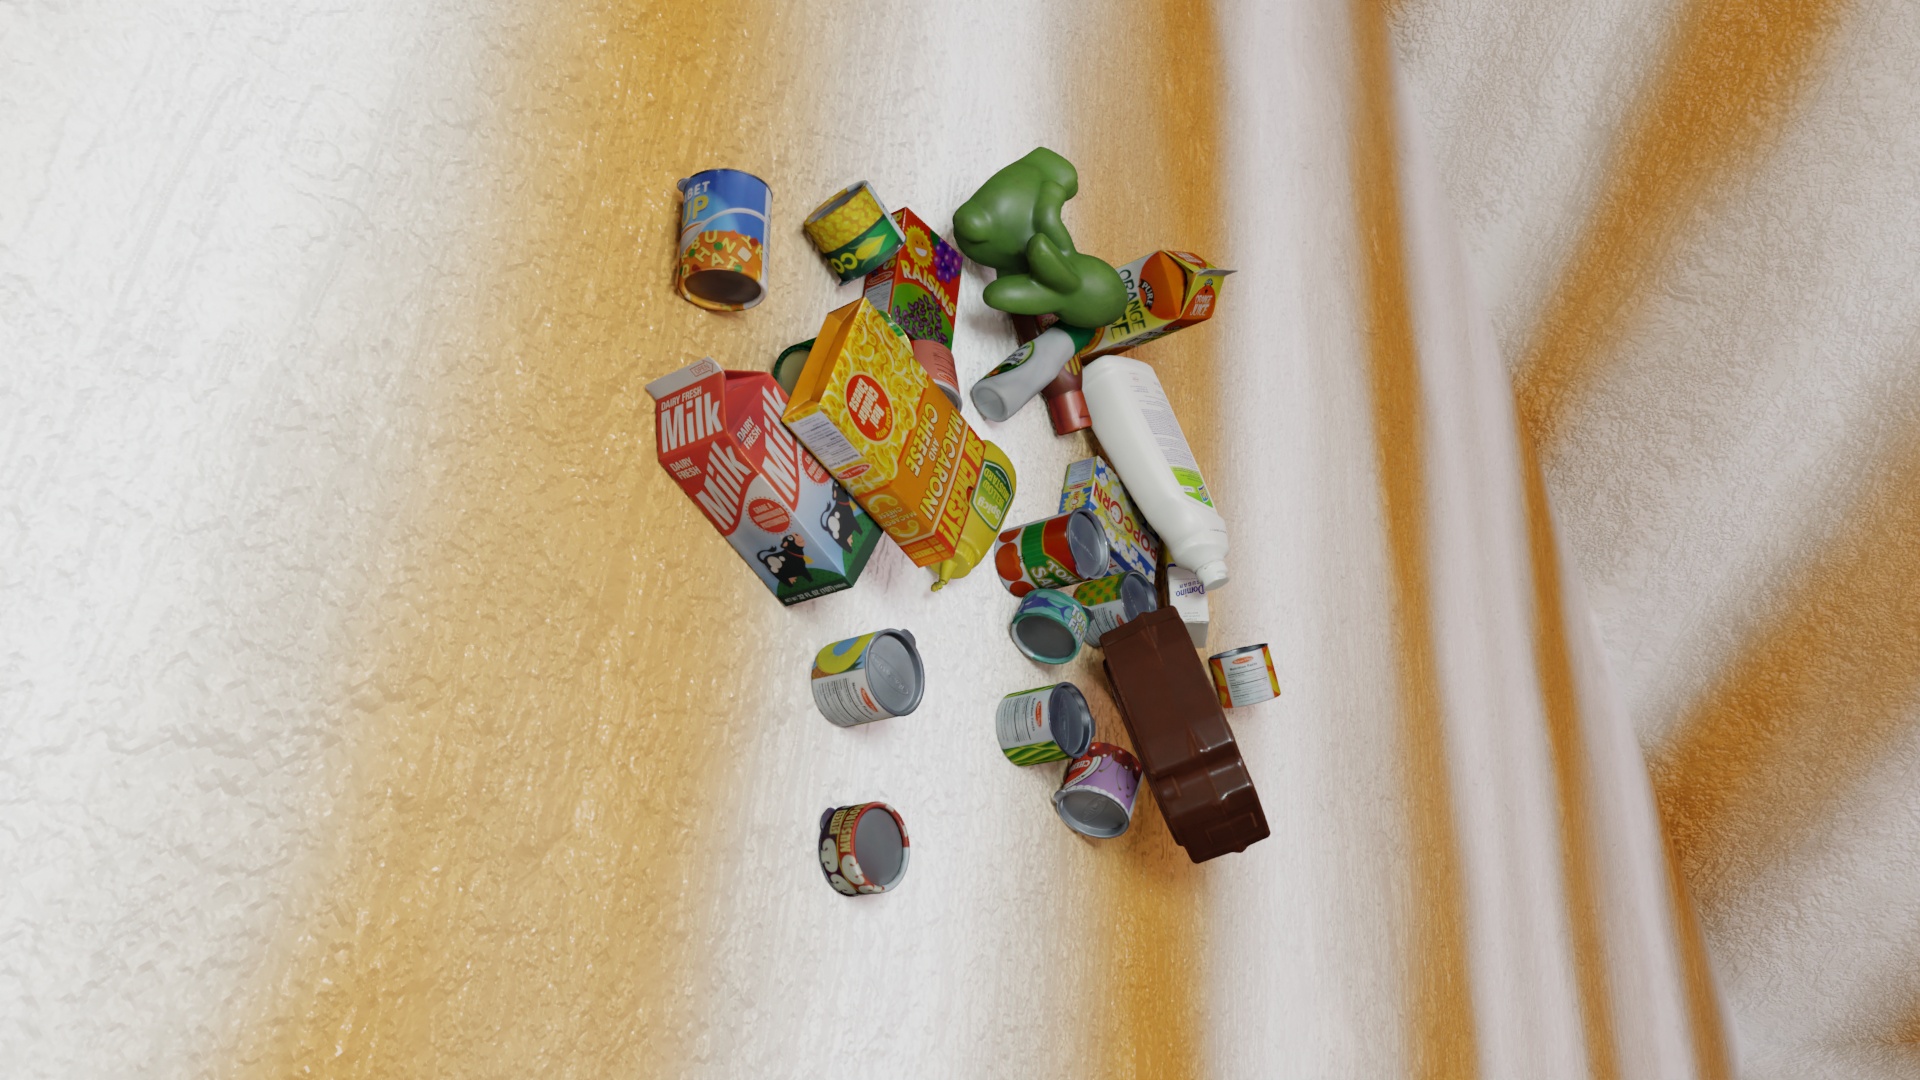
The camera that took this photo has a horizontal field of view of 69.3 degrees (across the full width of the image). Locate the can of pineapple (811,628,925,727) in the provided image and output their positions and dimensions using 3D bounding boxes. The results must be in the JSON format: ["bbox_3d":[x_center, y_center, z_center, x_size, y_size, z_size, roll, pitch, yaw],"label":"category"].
[{"bbox_3d":[-0.068,0.102,1.041,0.071,0.057,0.071,25,58,-47],"label":"can of pineapple"}]

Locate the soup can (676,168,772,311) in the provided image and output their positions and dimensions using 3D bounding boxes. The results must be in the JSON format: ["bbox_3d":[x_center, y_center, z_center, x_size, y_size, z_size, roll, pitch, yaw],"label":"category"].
[{"bbox_3d":[-0.176,-0.221,1.023,0.071,0.071,0.084,23,59,-47],"label":"soup can"}]

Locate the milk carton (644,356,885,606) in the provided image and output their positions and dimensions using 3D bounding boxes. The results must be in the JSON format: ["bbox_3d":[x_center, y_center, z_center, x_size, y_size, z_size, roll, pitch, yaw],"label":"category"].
[{"bbox_3d":[-0.143,-0.048,0.990,0.190,0.072,0.074,52,40,-26],"label":"milk carton"}]

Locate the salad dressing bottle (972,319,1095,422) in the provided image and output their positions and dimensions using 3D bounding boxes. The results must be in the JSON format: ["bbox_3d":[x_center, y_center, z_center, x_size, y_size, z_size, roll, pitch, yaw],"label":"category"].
[{"bbox_3d":[0.072,-0.168,1.310,0.148,0.064,0.044,-43,106,-33],"label":"salad dressing bottle"}]

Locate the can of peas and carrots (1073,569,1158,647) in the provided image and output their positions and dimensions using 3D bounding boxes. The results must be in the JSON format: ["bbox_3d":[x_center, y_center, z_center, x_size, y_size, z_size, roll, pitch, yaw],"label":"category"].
[{"bbox_3d":[0.151,0.065,1.346,0.071,0.058,0.071,26,56,-47],"label":"can of peas and carrots"}]

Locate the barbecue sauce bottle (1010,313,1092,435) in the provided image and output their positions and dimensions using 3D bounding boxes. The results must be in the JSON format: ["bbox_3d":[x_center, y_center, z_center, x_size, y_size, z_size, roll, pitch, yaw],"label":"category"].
[{"bbox_3d":[0.093,-0.180,1.381,0.065,0.043,0.148,-16,90,-45],"label":"barbecue sauce bottle"}]

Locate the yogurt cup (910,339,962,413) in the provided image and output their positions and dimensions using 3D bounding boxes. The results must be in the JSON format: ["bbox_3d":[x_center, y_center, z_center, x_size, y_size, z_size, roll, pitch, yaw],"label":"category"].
[{"bbox_3d":[-0.032,-0.133,1.180,0.072,0.072,0.054,35,42,-41],"label":"yogurt cup"}]

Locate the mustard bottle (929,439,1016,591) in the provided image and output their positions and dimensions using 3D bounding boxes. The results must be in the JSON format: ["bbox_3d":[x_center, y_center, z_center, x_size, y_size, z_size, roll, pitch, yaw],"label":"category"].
[{"bbox_3d":[0.004,-0.015,1.192,0.065,0.048,0.161,47,43,-29],"label":"mustard bottle"}]

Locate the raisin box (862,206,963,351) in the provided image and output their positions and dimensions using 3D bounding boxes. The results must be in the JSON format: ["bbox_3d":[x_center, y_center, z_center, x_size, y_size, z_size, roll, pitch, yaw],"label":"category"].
[{"bbox_3d":[-0.042,-0.218,1.221,0.086,0.040,0.124,34,52,-42],"label":"raisin box"}]

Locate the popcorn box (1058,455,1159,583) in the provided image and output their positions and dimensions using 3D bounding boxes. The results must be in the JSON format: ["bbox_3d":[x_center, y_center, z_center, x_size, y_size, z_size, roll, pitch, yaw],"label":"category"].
[{"bbox_3d":[0.151,-0.013,1.395,0.126,0.038,0.085,43,45,-35],"label":"popcorn box"}]

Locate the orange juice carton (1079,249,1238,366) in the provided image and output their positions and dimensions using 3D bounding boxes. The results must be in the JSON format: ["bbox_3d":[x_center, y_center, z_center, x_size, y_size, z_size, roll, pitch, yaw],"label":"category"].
[{"bbox_3d":[0.180,-0.238,1.393,0.072,0.192,0.073,-11,85,-53],"label":"orange juice carton"}]

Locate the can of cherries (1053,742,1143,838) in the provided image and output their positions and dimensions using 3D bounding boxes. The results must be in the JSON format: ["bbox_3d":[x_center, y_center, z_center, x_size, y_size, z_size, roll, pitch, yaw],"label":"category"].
[{"bbox_3d":[0.123,0.221,1.242,0.071,0.071,0.059,54,40,-25],"label":"can of cherries"}]

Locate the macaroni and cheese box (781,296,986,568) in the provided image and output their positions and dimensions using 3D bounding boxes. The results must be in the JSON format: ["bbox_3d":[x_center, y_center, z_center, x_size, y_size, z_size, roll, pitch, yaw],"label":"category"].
[{"bbox_3d":[-0.051,-0.079,1.034,0.166,0.040,0.124,48,40,-31],"label":"macaroni and cheese box"}]

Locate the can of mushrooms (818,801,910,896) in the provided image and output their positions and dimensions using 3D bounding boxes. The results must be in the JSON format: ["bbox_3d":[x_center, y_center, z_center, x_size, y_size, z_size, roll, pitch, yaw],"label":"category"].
[{"bbox_3d":[-0.070,0.223,1.011,0.071,0.033,0.071,23,59,-47],"label":"can of mushrooms"}]

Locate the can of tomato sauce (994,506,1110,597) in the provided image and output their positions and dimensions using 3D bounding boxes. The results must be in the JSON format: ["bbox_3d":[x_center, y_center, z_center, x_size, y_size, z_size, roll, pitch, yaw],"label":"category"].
[{"bbox_3d":[0.082,0.013,1.255,0.071,0.083,0.071,24,58,-46],"label":"can of tomato sauce"}]

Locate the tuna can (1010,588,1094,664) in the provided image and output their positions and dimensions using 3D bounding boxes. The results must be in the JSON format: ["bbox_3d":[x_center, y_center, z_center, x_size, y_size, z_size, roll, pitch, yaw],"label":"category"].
[{"bbox_3d":[0.082,0.077,1.240,0.071,0.071,0.033,54,41,-25],"label":"tuna can"}]

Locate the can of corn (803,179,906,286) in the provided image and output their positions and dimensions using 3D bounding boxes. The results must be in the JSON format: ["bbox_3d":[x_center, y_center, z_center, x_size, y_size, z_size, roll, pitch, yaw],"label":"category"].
[{"bbox_3d":[-0.090,-0.255,1.152,0.058,0.071,0.071,54,40,-24],"label":"can of corn"}]

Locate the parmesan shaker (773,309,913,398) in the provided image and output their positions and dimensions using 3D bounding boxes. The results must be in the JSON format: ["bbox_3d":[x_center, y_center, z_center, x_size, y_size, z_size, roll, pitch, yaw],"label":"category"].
[{"bbox_3d":[-0.092,-0.138,1.097,0.103,0.071,0.071,-33,103,-53],"label":"parmesan shaker"}]

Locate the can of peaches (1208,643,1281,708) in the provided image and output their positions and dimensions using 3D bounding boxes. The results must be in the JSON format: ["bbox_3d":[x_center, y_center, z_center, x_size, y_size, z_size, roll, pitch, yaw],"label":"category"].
[{"bbox_3d":[0.312,0.148,1.523,0.071,0.071,0.058,-11,85,-54],"label":"can of peaches"}]

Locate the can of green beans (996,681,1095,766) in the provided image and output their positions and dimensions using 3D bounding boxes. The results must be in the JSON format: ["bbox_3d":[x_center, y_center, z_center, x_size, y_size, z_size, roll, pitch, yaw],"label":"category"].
[{"bbox_3d":[0.073,0.160,1.204,0.071,0.057,0.071,25,57,-46],"label":"can of green beans"}]
